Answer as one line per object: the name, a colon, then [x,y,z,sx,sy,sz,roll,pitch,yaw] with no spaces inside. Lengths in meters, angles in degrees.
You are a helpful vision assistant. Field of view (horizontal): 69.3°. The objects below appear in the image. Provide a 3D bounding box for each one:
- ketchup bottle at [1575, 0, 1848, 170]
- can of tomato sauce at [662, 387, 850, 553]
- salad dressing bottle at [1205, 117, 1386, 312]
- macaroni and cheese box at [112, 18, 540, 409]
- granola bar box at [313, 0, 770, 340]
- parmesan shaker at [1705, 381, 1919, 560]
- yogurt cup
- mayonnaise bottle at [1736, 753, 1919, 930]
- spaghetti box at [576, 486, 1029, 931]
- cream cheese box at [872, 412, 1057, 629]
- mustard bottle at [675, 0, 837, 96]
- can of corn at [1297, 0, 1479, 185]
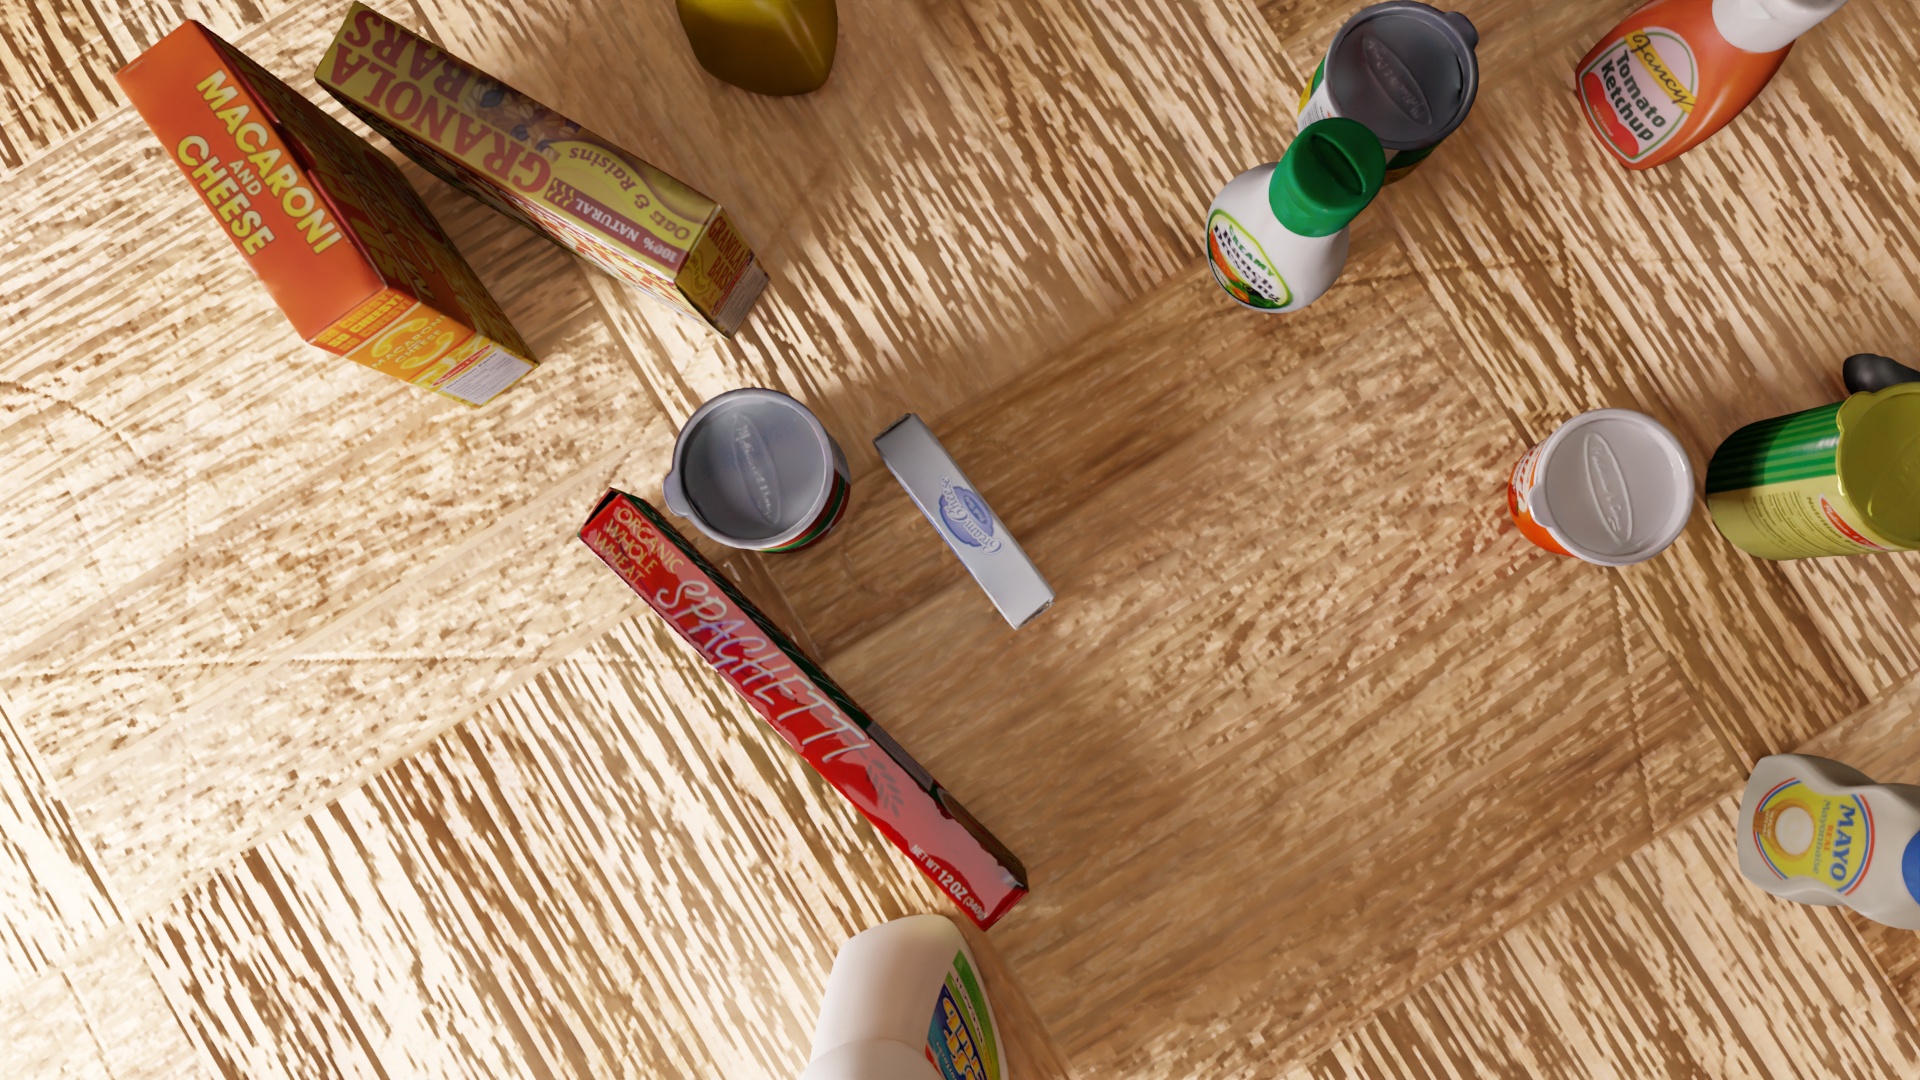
ketchup bottle: [0.312,-0.206,0.577,0.043,0.149,0.065,-29,87,-1]
can of tomato sauce: [-0.085,-0.027,0.605,0.071,0.083,0.071,0,87,1]
salad dressing bottle: [0.138,-0.134,0.576,0.044,0.147,0.064,-38,87,-1]
macaroni and cheese box: [-0.248,-0.125,0.571,0.040,0.166,0.124,-37,87,-1]
granola bar box: [-0.170,-0.150,0.592,0.165,0.124,0.039,30,88,2]
parmesan shaker: [0.372,-0.028,0.589,0.071,0.103,0.071,0,87,1]
yogurt cup: [0.279,-0.022,0.615,0.072,0.054,0.072,0,87,1]
mayonnaise bottle: [0.371,0.124,0.558,0.041,0.148,0.065,11,87,1]
spaghetti box: [-0.069,0.072,0.615,0.250,0.050,0.029,44,89,3]
cream cheese box: [0.002,-0.008,0.617,0.024,0.053,0.104,-38,87,-1]
mustard bottle: [-0.089,-0.234,0.578,0.065,0.160,0.049,6,87,1]
can of corn: [0.192,-0.200,0.624,0.071,0.058,0.071,0,87,1]
